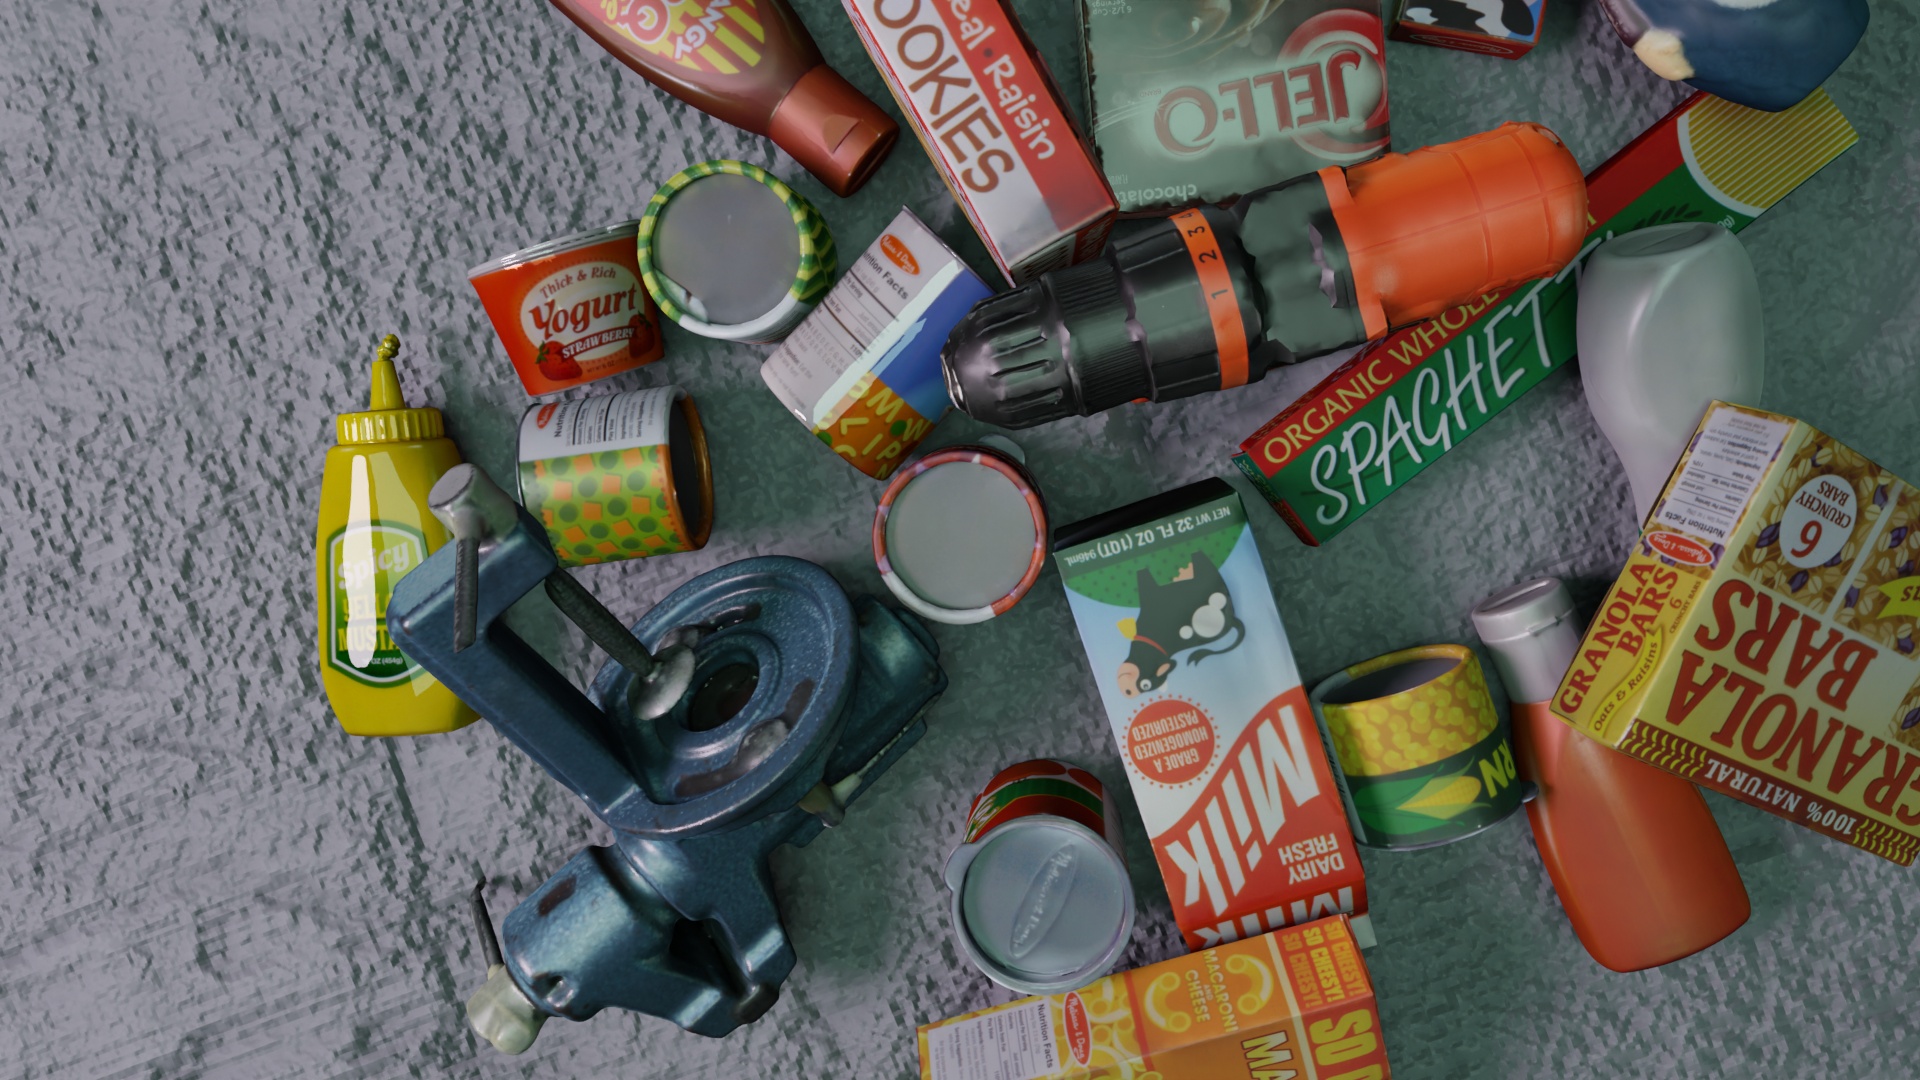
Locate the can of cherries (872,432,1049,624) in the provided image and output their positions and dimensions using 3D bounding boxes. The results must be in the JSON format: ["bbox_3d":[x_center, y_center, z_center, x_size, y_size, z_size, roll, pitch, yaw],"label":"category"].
[{"bbox_3d":[0.002,-0.007,0.539,0.071,0.058,0.071,0,96,4],"label":"can of cherries"}]

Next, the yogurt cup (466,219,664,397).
[{"bbox_3d":[-0.149,-0.089,0.540,0.072,0.072,0.054,-15,103,5],"label":"yogurt cup"}]

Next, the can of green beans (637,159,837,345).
[{"bbox_3d":[-0.085,-0.109,0.535,0.071,0.058,0.071,0,95,4],"label":"can of green beans"}]

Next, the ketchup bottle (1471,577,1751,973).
[{"bbox_3d":[0.246,0.088,0.539,0.065,0.043,0.148,-25,93,4],"label":"ketchup bottle"}]

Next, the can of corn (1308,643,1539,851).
[{"bbox_3d":[0.175,0.077,0.530,0.071,0.071,0.058,-20,94,6],"label":"can of corn"}]

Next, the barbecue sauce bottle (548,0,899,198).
[{"bbox_3d":[-0.091,-0.193,0.535,0.148,0.044,0.065,40,96,-1],"label":"barbecue sauce bottle"}]

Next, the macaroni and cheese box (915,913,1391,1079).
[{"bbox_3d":[0.081,0.216,0.535,0.166,0.040,0.123,-17,126,5],"label":"macaroni and cheese box"}]

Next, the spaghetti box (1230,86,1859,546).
[{"bbox_3d":[0.219,-0.091,0.531,0.250,0.029,0.050,-38,91,6],"label":"spaghetti box"}]

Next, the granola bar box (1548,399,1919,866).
[{"bbox_3d":[0.307,0.037,0.500,0.165,0.039,0.124,21,99,-23],"label":"granola bar box"}]

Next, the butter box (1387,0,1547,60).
[{"bbox_3d":[0.199,-0.238,0.521,0.053,0.024,0.103,11,96,2],"label":"butter box"}]

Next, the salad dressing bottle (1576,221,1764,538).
[{"bbox_3d":[0.264,-0.039,0.509,0.064,0.044,0.147,-22,111,-12],"label":"salad dressing bottle"}]

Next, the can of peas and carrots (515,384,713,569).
[{"bbox_3d":[-0.133,-0.023,0.544,0.059,0.071,0.071,-8,95,4],"label":"can of peas and carrots"}]

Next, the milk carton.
[{"bbox_3d":[0.098,0.078,0.533,0.072,0.073,0.190,-19,94,6],"label":"milk carton"}]

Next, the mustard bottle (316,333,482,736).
[{"bbox_3d":[-0.226,-0.003,0.559,0.065,0.049,0.160,-4,95,3],"label":"mustard bottle"}]

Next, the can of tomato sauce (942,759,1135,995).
[{"bbox_3d":[0.030,0.126,0.536,0.071,0.083,0.071,0,96,4],"label":"can of tomato sauce"}]

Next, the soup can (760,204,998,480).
[{"bbox_3d":[-0.023,-0.073,0.532,0.071,0.071,0.083,43,98,-1],"label":"soup can"}]

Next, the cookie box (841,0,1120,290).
[{"bbox_3d":[0.004,-0.146,0.471,0.040,0.167,0.123,-31,93,6],"label":"cookie box"}]
